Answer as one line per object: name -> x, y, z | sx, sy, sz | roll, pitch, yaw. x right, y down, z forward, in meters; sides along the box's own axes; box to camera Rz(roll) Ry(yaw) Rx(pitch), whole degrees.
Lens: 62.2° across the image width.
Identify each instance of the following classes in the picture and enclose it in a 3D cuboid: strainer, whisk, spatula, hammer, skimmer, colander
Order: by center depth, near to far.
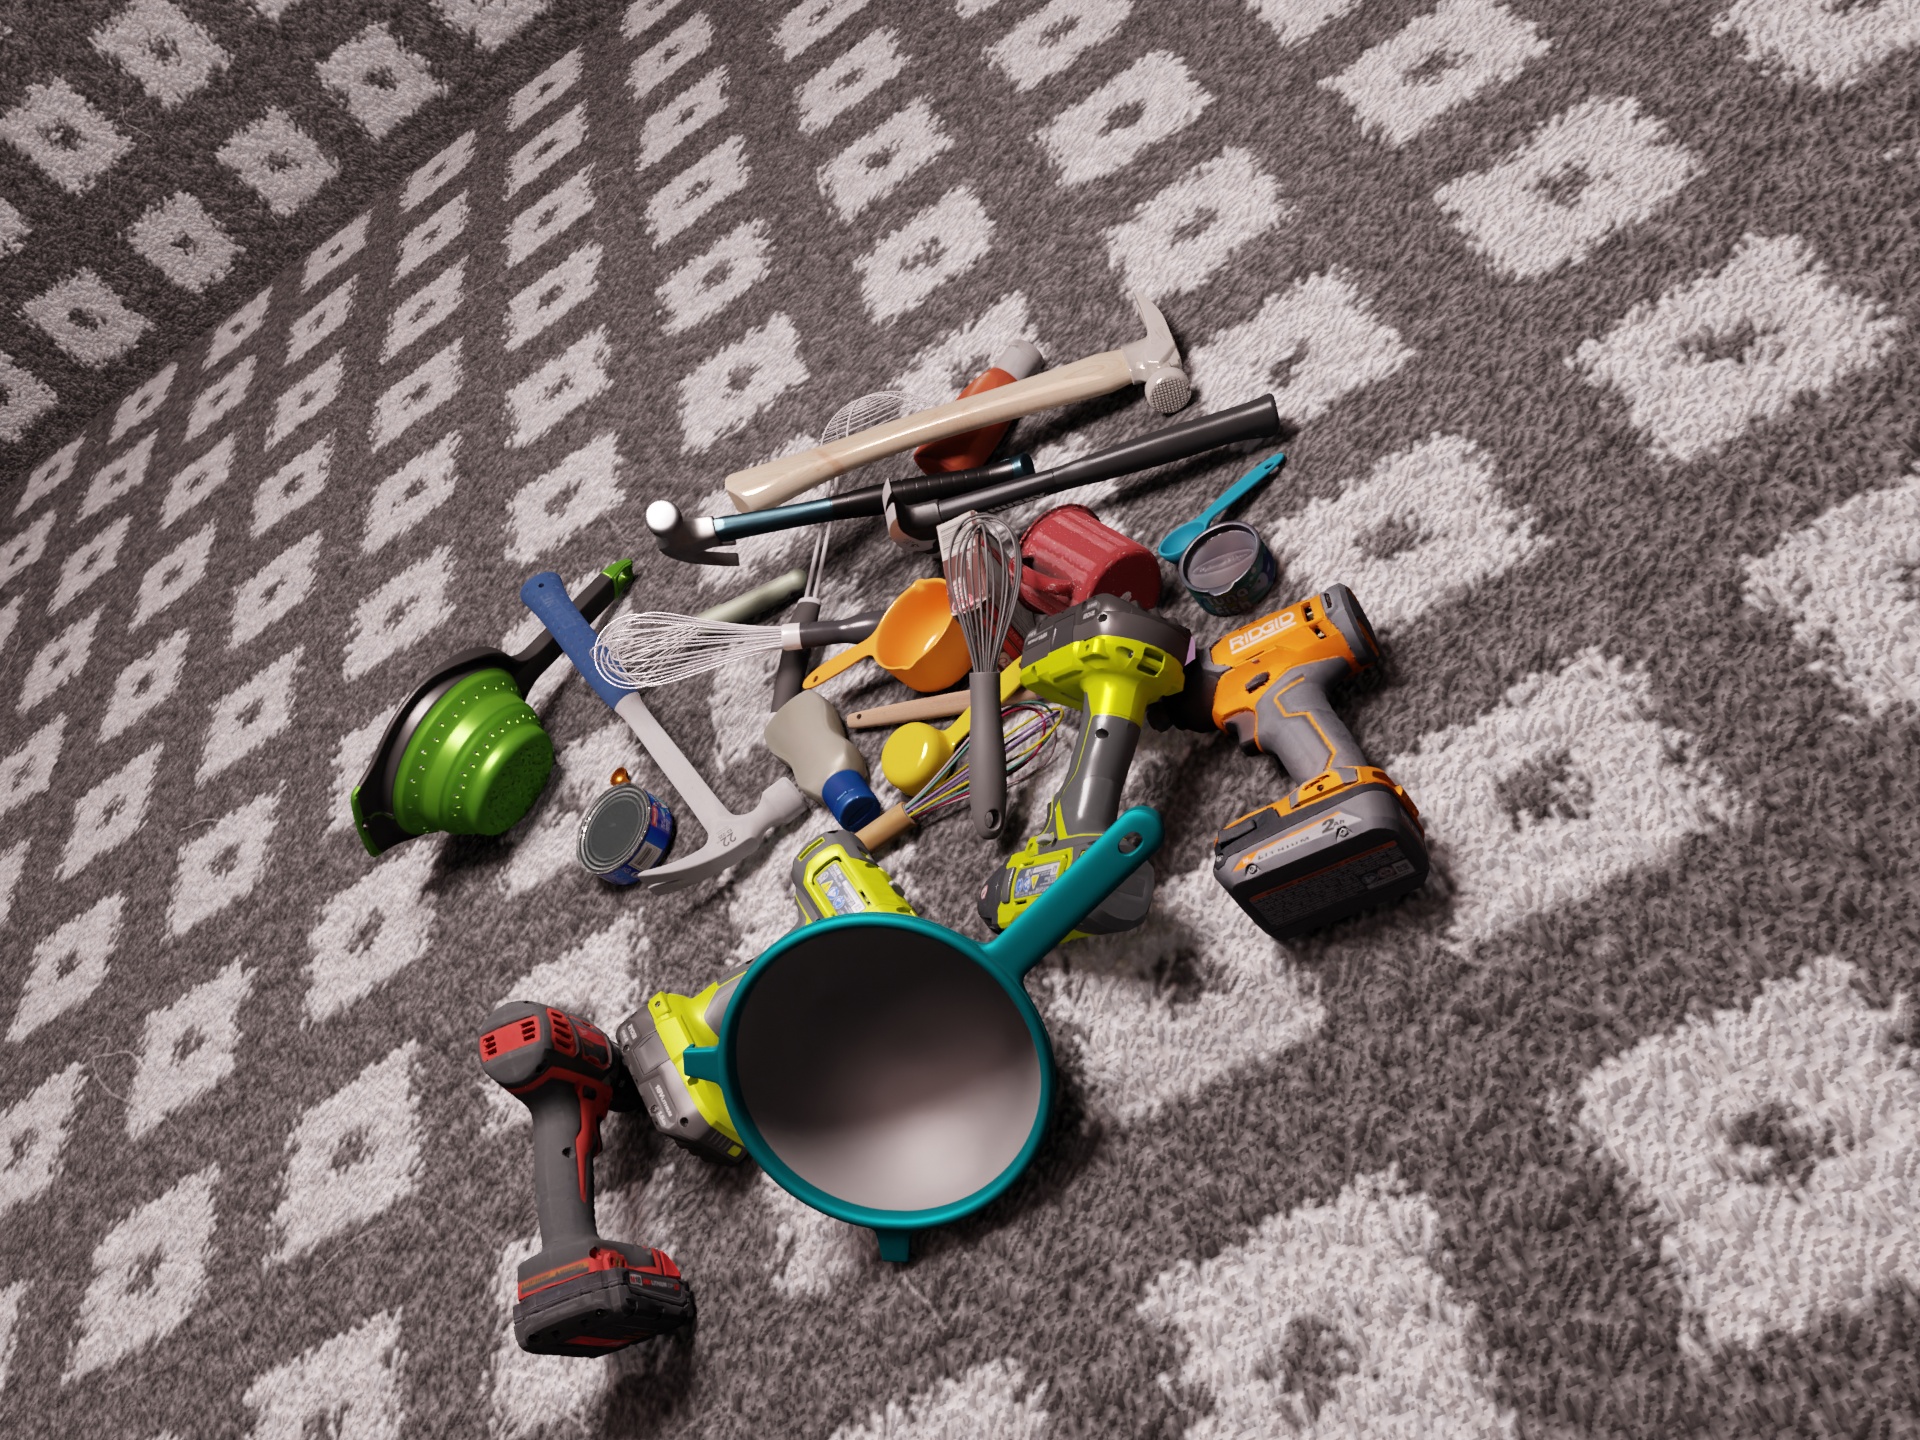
strainer -> 0.003, 0.163, 0.994 | 0.340, 0.211, 0.095 | -45, 3, 15
whisk -> 0.020, -0.033, 1.157 | 0.055, 0.055, 0.239 | -2, 89, 37
whisk -> -0.022, 0.059, 1.208 | 0.245, 0.051, 0.047 | -35, 47, 14
spatula -> 0.039, -0.018, 1.241 | 0.316, 0.018, 0.060 | -9, 65, 33
hammer -> 0.094, -0.202, 1.289 | 0.335, 0.146, 0.035 | -15, 79, 19
whisk -> -0.176, -0.069, 1.360 | 0.284, 0.070, 0.070 | -6, 48, 2
hammer -> -0.096, -0.185, 1.366 | 0.331, 0.128, 0.033 | -11, 80, -1
hammer -> -0.011, -0.269, 1.399 | 0.410, 0.038, 0.146 | -17, 46, 7
hammer -> -0.294, -0.007, 1.401 | 0.144, 0.035, 0.406 | -37, 53, -10
skimmer -> -0.104, -0.149, 1.455 | 0.127, 0.090, 0.363 | -10, 61, 42
whisk -> -0.250, -0.087, 1.509 | 0.246, 0.057, 0.059 | -24, 79, 16
colander -> -0.410, -0.014, 1.534 | 0.094, 0.204, 0.397 | 27, 54, 13

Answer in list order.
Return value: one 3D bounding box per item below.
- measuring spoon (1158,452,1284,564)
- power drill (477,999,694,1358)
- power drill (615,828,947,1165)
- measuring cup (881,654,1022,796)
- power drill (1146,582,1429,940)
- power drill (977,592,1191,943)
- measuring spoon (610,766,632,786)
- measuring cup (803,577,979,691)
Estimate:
measuring spoon -> 0.208, -0.161, 1.232 | 0.128, 0.021, 0.042 | -40, 24, -10
power drill -> -0.253, 0.315, 1.104 | 0.080, 0.187, 0.227 | -23, 62, 8
power drill -> -0.119, 0.208, 1.135 | 0.228, 0.080, 0.191 | -40, 47, 1
measuring cup -> -0.002, -0.004, 1.232 | 0.156, 0.029, 0.062 | -44, 48, 16
power drill -> 0.204, 0.025, 1.031 | 0.164, 0.084, 0.227 | -26, 40, 22
power drill -> 0.077, 0.040, 1.083 | 0.171, 0.080, 0.223 | -22, 50, 59
measuring spoon -> -0.287, 0.076, 1.428 | 0.021, 0.011, 0.117 | -50, 45, 2
measuring cup -> -0.054, -0.051, 1.321 | 0.173, 0.052, 0.095 | -26, 43, 33
